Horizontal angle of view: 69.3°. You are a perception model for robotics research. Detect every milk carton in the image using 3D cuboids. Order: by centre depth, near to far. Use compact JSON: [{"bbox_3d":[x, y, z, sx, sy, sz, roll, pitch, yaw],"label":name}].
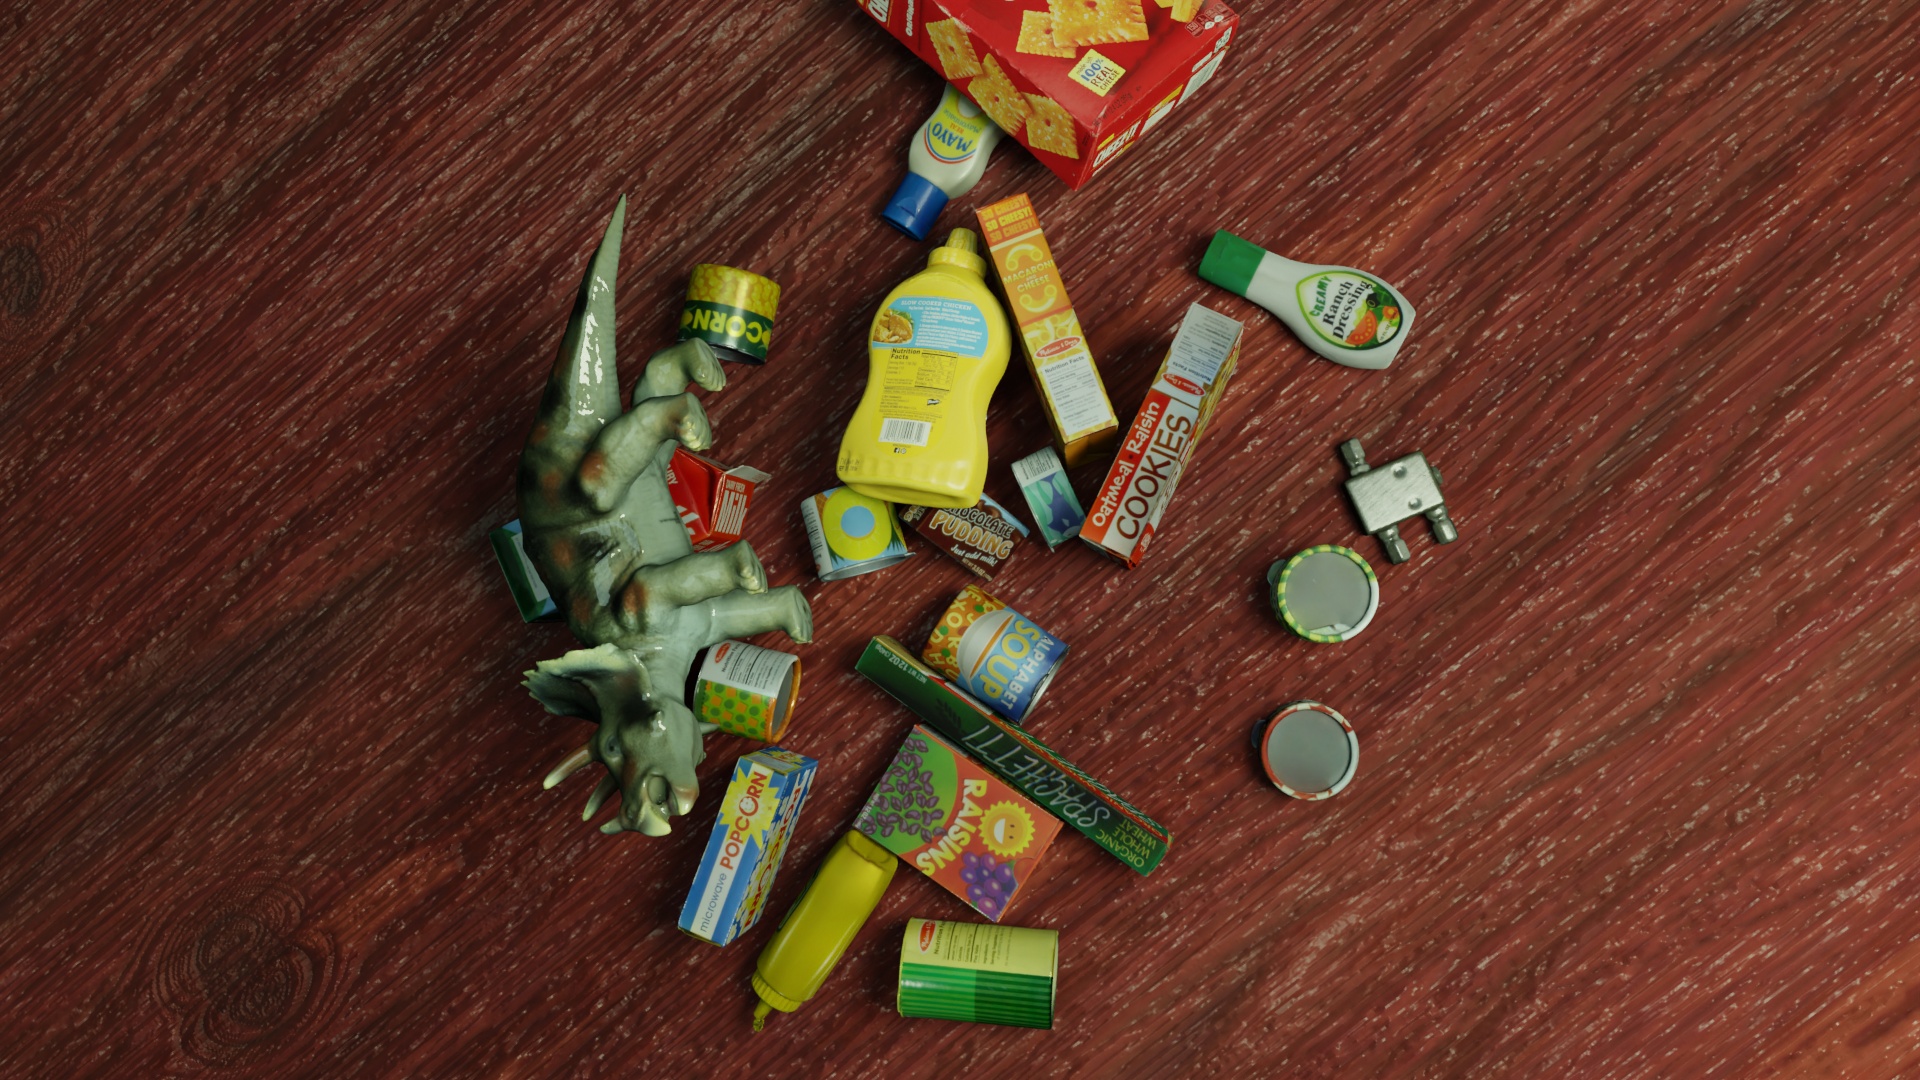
[{"bbox_3d":[-0.231,-0.011,1.007,0.190,0.072,0.073,-25,84,6],"label":"milk carton"}]

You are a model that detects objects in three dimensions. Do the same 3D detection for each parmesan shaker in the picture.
[{"bbox_3d":[0.013,0.299,0.950,0.103,0.071,0.071,3,87,8],"label":"parmesan shaker"}]

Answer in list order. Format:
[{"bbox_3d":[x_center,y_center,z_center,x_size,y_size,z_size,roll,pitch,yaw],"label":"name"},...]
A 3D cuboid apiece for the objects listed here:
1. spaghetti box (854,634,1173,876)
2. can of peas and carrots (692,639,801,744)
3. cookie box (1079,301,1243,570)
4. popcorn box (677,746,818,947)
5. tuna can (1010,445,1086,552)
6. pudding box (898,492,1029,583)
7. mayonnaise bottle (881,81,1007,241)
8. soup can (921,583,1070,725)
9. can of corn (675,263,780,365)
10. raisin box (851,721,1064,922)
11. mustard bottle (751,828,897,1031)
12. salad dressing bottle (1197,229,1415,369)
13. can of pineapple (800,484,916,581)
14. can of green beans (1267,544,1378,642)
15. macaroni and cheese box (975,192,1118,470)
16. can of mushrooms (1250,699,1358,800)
[{"bbox_3d":[0.037,0.147,0.969,0.250,0.050,0.028,35,93,9],"label":"spaghetti box"},{"bbox_3d":[-0.151,0.109,0.992,0.059,0.071,0.071,13,88,8],"label":"can of peas and carrots"},{"bbox_3d":[0.136,-0.064,0.933,0.040,0.123,0.167,26,90,10],"label":"cookie box"},{"bbox_3d":[-0.147,0.211,0.972,0.038,0.085,0.126,20,89,10],"label":"popcorn box"},{"bbox_3d":[0.064,-0.029,0.971,0.033,0.071,0.071,-25,83,5],"label":"tuna can"},{"bbox_3d":[0.003,-0.012,0.971,0.049,0.083,0.030,-52,39,1],"label":"pudding box"},{"bbox_3d":[-0.003,-0.289,1.011,0.065,0.041,0.148,32,90,7],"label":"mayonnaise bottle"},{"bbox_3d":[0.024,0.078,0.965,0.084,0.071,0.071,32,91,9],"label":"soup can"},{"bbox_3d":[-0.168,-0.164,1.010,0.071,0.071,0.058,11,87,9],"label":"can of corn"},{"bbox_3d":[0.000,0.196,0.976,0.123,0.040,0.086,33,90,8],"label":"raisin box"},{"bbox_3d":[-0.105,0.279,0.973,0.049,0.065,0.160,34,95,5],"label":"mustard bottle"},{"bbox_3d":[0.239,-0.170,0.967,0.148,0.044,0.064,27,89,9],"label":"salad dressing bottle"},{"bbox_3d":[-0.074,-0.007,0.988,0.071,0.071,0.058,-16,84,7],"label":"can of pineapple"},{"bbox_3d":[0.246,0.037,0.943,0.071,0.058,0.071,-1,86,8],"label":"can of green beans"},{"bbox_3d":[0.060,-0.139,0.950,0.040,0.123,0.166,-21,83,3],"label":"macaroni and cheese box"},{"bbox_3d":[0.235,0.143,0.950,0.071,0.033,0.071,0,87,8],"label":"can of mushrooms"}]
